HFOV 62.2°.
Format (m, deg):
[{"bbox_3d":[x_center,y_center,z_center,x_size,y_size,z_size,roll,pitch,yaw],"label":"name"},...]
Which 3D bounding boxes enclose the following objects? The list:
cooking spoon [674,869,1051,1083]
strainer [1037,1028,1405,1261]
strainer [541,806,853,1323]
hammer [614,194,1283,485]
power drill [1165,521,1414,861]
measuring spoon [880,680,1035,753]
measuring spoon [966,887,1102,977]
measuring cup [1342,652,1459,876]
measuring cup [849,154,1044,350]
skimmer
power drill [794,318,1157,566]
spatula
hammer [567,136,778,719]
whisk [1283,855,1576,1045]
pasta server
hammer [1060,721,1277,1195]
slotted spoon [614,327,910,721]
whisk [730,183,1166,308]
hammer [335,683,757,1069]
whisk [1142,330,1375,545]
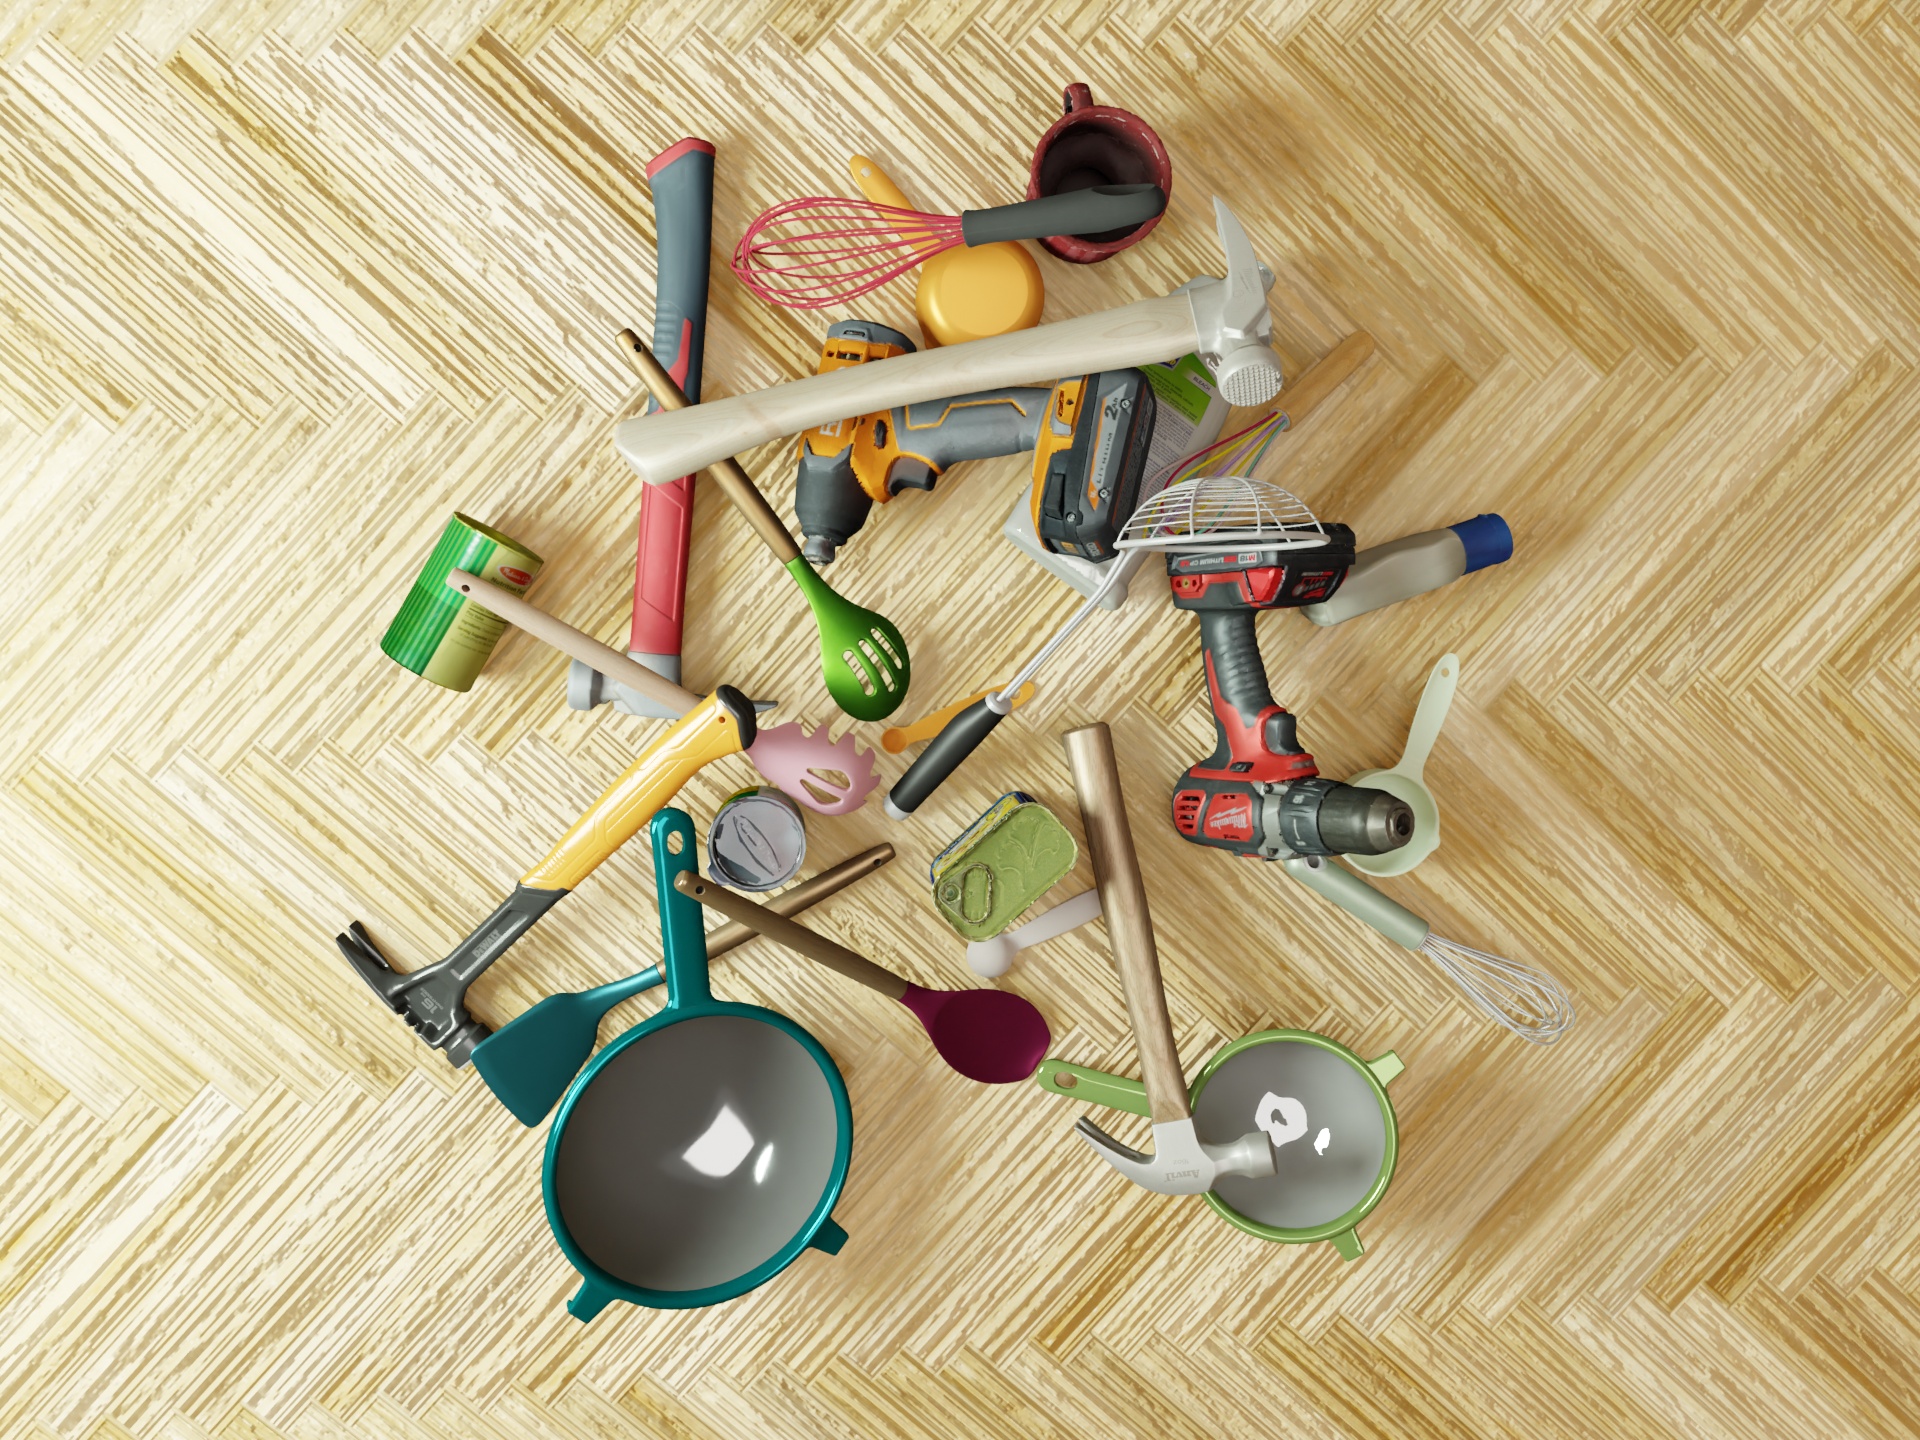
[{"bbox_3d":[-0.060,0.173,1.082,0.318,0.017,0.069,32,90,-29],"label":"cooking spoon"},{"bbox_3d":[0.184,0.280,1.149,0.256,0.069,0.151,12,93,12],"label":"strainer"},{"bbox_3d":[-0.190,0.220,1.078,0.211,0.095,0.340,-8,100,-24],"label":"strainer"},{"bbox_3d":[-0.017,-0.221,0.988,0.410,0.038,0.146,-11,59,9],"label":"hammer"},{"bbox_3d":[0.217,-0.017,1.060,0.080,0.188,0.226,-5,94,-35],"label":"power drill"},{"bbox_3d":[-0.002,-0.004,1.128,0.117,0.011,0.021,-21,97,-6],"label":"measuring spoon"},{"bbox_3d":[0.062,0.149,1.141,0.124,0.018,0.034,-26,97,-3],"label":"measuring spoon"},{"bbox_3d":[0.317,0.030,1.143,0.083,0.038,0.167,21,91,-6],"label":"measuring cup"},{"bbox_3d":[-0.014,-0.318,1.074,0.095,0.052,0.173,-42,99,0],"label":"measuring cup"},{"bbox_3d":[0.077,-0.028,1.023,0.363,0.127,0.090,-46,67,29],"label":"skimmer"},{"bbox_3d":[0.000,-0.167,1.036,0.226,0.084,0.164,11,82,18],"label":"power drill"},{"bbox_3d":[-0.183,0.171,1.110,0.317,0.044,0.082,-29,121,-3],"label":"spatula"},{"bbox_3d":[-0.180,-0.193,1.080,0.143,0.038,0.386,5,95,-6],"label":"hammer"},{"bbox_3d":[0.339,0.161,1.155,0.246,0.059,0.058,32,55,-3],"label":"whisk"},{"bbox_3d":[-0.194,-0.020,1.060,0.316,0.040,0.060,29,105,-13],"label":"pasta server"},{"bbox_3d":[0.120,0.166,1.113,0.130,0.031,0.331,-14,86,13],"label":"hammer"},{"bbox_3d":[-0.129,-0.128,1.064,0.070,0.031,0.313,-44,108,-24],"label":"slotted spoon"},{"bbox_3d":[-0.014,-0.312,1.021,0.296,0.073,0.073,-2,96,20],"label":"whisk"},{"bbox_3d":[-0.267,0.089,1.063,0.337,0.034,0.127,-42,97,14],"label":"hammer"},{"bbox_3d":[0.204,-0.193,1.072,0.245,0.051,0.047,-42,124,-22],"label":"whisk"}]
